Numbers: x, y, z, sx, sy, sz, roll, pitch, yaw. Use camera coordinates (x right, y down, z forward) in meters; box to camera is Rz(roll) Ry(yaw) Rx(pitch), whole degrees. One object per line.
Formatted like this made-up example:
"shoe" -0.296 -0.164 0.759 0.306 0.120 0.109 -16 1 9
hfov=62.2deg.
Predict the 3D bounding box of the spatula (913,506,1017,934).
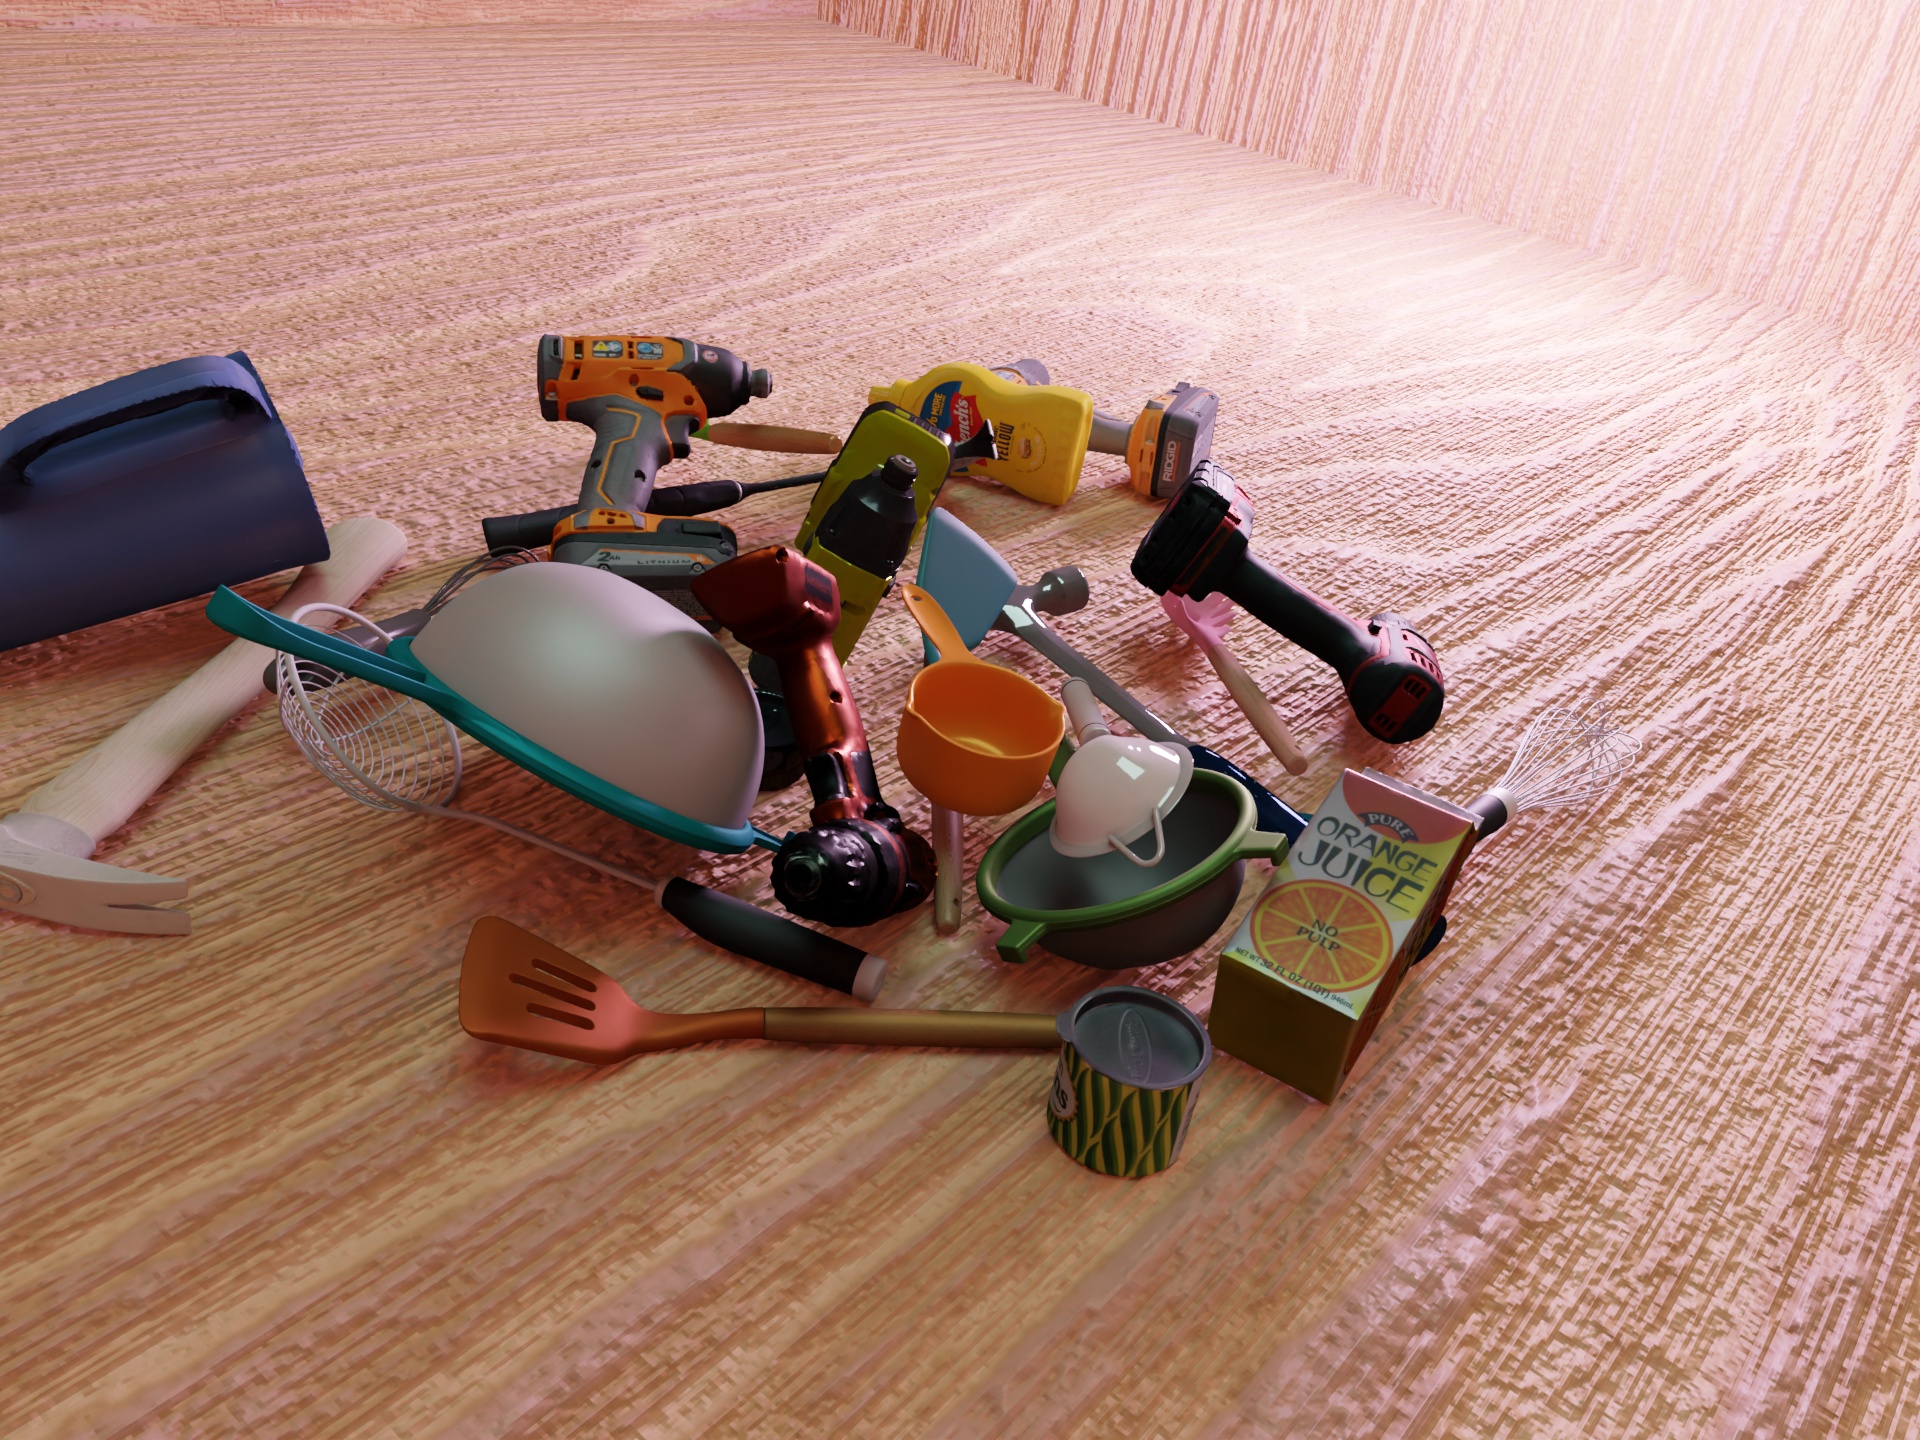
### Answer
"spatula" -0.002 -0.003 0.949 0.082 0.044 0.318 38 32 -30

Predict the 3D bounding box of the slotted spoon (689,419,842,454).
"slotted spoon" -0.171 -0.218 1.205 0.070 0.031 0.314 -29 26 -26

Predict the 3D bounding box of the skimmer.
"skimmer" -0.196 0.039 0.824 0.363 0.090 0.127 20 4 13

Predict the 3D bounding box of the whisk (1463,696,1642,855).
"whisk" 0.346 0.045 0.985 0.070 0.070 0.284 31 35 31

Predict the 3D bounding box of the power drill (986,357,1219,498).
"power drill" 0.116 -0.277 1.449 0.226 0.084 0.185 14 29 14

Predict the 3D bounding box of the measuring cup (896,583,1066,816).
"measuring cup" -0.006 -0.012 0.903 0.095 0.052 0.174 -1 36 -25

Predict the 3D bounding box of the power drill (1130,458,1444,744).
"power drill" 0.237 -0.084 1.110 0.226 0.080 0.188 36 22 -1

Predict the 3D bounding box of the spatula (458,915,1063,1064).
"spatula" -0.068 0.137 0.750 0.322 0.041 0.081 4 31 -12

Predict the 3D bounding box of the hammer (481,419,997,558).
"hammer" -0.156 -0.173 1.195 0.409 0.036 0.149 -15 6 -28

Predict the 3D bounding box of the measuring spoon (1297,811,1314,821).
"measuring spoon" 0.252 0.061 0.982 0.128 0.021 0.042 7 31 -2

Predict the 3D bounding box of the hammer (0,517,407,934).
"hammer" -0.410 -0.021 0.913 0.146 0.038 0.411 13 31 1

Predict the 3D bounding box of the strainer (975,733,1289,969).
"strainer" 0.081 0.073 0.884 0.151 0.069 0.256 -21 19 -1

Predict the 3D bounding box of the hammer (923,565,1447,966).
"hammer" 0.132 0.019 0.997 0.144 0.035 0.406 -19 42 -30

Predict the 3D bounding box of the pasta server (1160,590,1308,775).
"pasta server" 0.185 -0.042 1.078 0.060 0.040 0.316 26 18 -16

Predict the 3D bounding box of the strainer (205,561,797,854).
"strainer" -0.205 -0.036 0.771 0.211 0.095 0.340 31 0 27

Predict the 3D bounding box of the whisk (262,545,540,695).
"whisk" -0.329 -0.060 0.965 0.055 0.055 0.239 20 26 16

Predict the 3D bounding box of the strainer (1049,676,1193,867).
"strainer" 0.074 0.013 0.889 0.087 0.050 0.259 -33 16 7

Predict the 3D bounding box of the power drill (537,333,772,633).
"power drill" -0.204 -0.171 1.088 0.164 0.084 0.227 -2 60 -13

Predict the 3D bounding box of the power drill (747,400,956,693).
"power drill" -0.065 -0.125 1.058 0.080 0.171 0.223 28 25 -8
